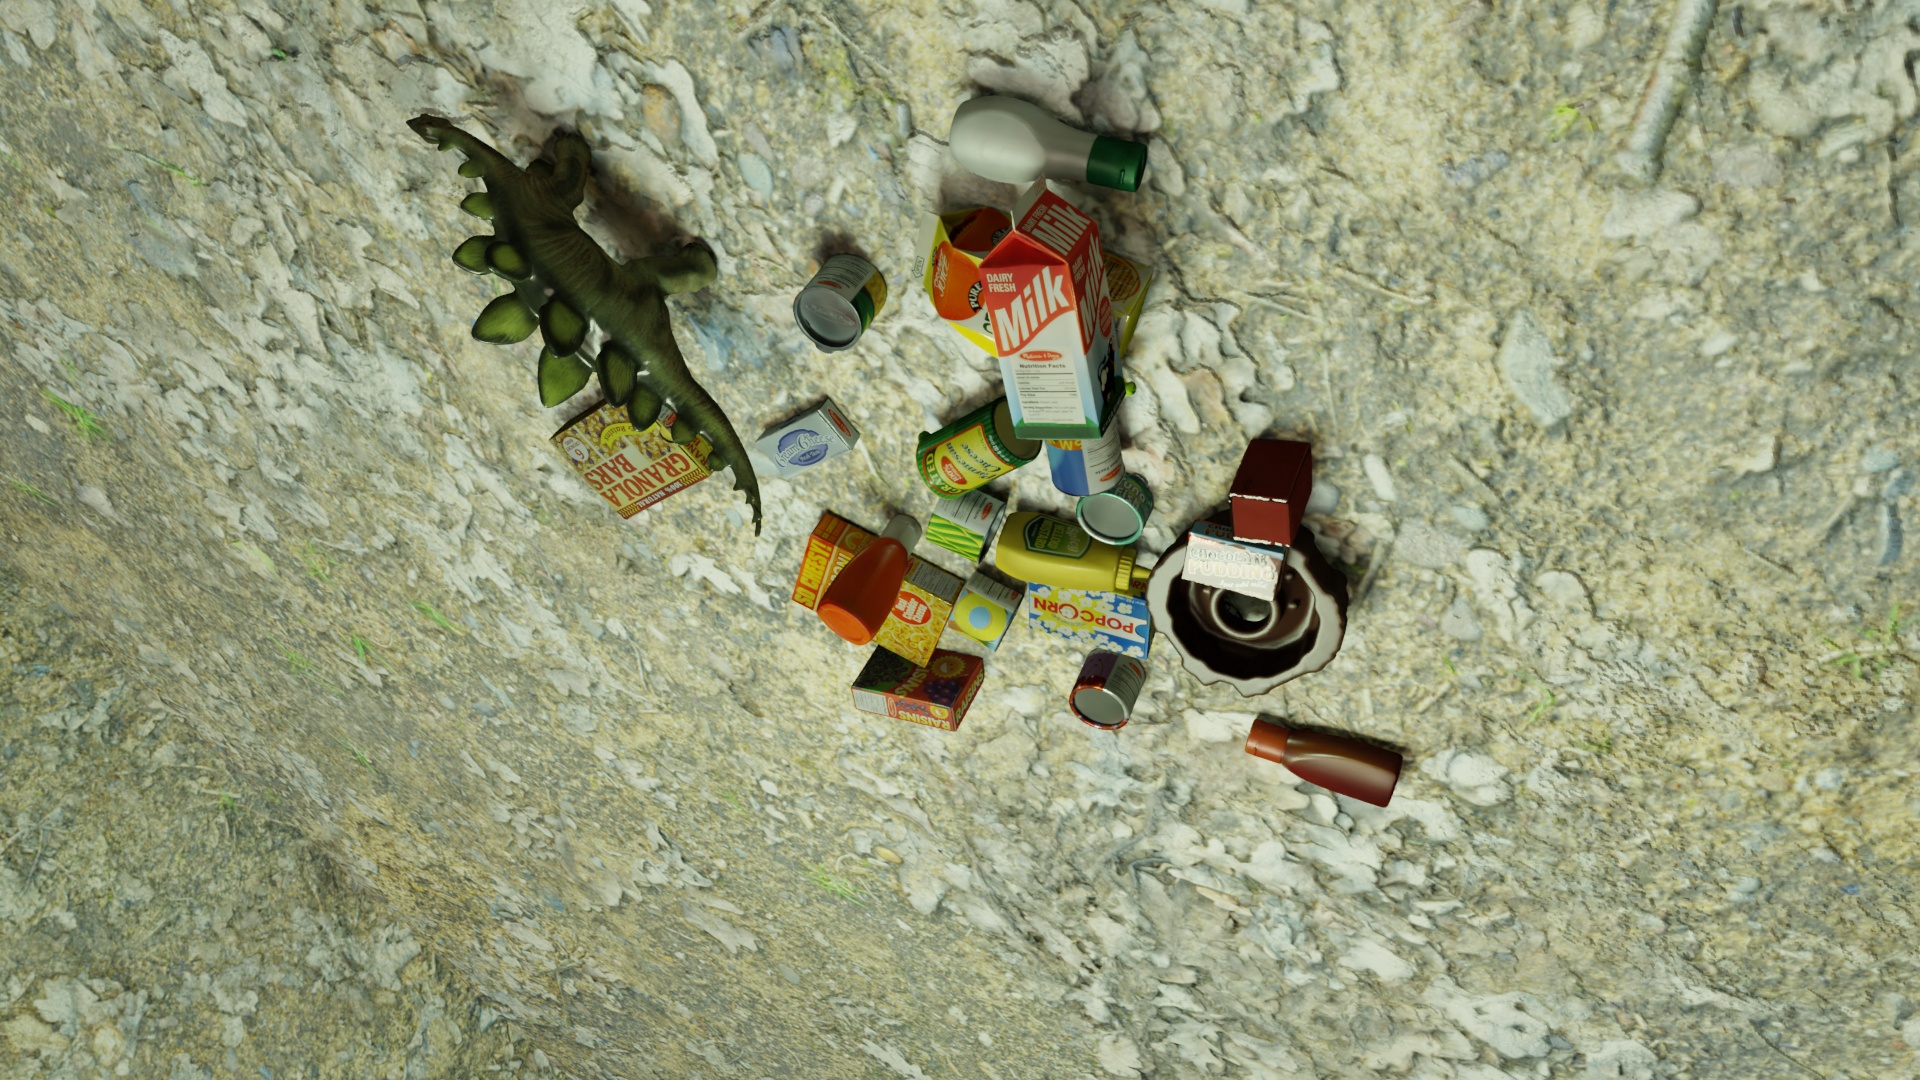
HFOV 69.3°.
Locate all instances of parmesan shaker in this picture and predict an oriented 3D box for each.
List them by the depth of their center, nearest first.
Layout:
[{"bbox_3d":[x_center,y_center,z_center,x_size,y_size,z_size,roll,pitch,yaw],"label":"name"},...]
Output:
[{"bbox_3d":[0.015,-0.087,1.276,0.102,0.072,0.071,-25,115,43],"label":"parmesan shaker"}]

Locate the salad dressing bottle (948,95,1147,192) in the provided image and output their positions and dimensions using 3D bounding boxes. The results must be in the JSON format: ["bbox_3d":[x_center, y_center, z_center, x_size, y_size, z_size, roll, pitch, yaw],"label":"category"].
[{"bbox_3d":[0.067,-0.298,1.059,0.148,0.044,0.064,17,135,13],"label":"salad dressing bottle"}]

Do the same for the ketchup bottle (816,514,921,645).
[{"bbox_3d":[-0.084,0.034,1.387,0.064,0.149,0.043,39,138,-9],"label":"ketchup bottle"}]

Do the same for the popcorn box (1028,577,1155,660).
[{"bbox_3d":[0.131,0.063,1.377,0.127,0.038,0.084,15,135,18],"label":"popcorn box"}]

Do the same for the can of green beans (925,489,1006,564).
[{"bbox_3d":[0.005,-0.018,1.348,0.058,0.071,0.070,24,138,8],"label":"can of green beans"}]

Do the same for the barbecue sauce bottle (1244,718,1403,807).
[{"bbox_3d":[0.362,0.219,1.394,0.148,0.044,0.064,17,136,16],"label":"barbecue sauce bottle"}]

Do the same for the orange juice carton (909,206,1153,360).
[{"bbox_3d":[0.051,-0.208,1.131,0.193,0.073,0.071,22,137,9],"label":"orange juice carton"}]

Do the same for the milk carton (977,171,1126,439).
[{"bbox_3d":[0.068,-0.174,1.047,0.073,0.073,0.189,3,127,25],"label":"milk carton"}]

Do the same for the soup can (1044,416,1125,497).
[{"bbox_3d":[0.105,-0.092,1.222,0.071,0.072,0.083,6,132,25],"label":"soup can"}]

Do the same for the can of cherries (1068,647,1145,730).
[{"bbox_3d":[0.150,0.155,1.440,0.071,0.059,0.071,15,136,16],"label":"can of cherries"}]

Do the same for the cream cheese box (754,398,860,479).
[{"bbox_3d":[-0.154,-0.100,1.390,0.103,0.024,0.053,-20,118,41],"label":"cream cheese box"}]

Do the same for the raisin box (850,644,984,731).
[{"bbox_3d":[-0.046,0.158,1.534,0.123,0.086,0.039,10,130,21],"label":"raisin box"}]

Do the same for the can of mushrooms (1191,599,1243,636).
[{"bbox_3d":[0.236,0.085,1.342,0.071,0.034,0.070,16,137,16],"label":"can of mushrooms"}]

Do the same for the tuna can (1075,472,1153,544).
[{"bbox_3d":[0.143,-0.031,1.282,0.071,0.033,0.070,16,137,16],"label":"tuna can"}]

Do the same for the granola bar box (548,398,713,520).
[{"bbox_3d":[-0.350,-0.098,1.493,0.165,0.039,0.124,-21,118,42],"label":"granola bar box"}]

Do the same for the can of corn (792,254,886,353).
[{"bbox_3d":[-0.106,-0.209,1.231,0.071,0.058,0.070,16,136,16],"label":"can of corn"}]

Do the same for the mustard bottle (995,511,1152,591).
[{"bbox_3d":[0.116,0.016,1.325,0.160,0.066,0.048,12,141,11],"label":"mustard bottle"}]

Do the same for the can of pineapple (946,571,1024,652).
[{"bbox_3d":[0.025,0.074,1.426,0.058,0.071,0.070,27,138,5],"label":"can of pineapple"}]

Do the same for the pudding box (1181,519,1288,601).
[{"bbox_3d":[0.236,0.016,1.194,0.084,0.030,0.049,15,119,16],"label":"pudding box"}]

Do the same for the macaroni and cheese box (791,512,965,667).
[{"bbox_3d":[-0.091,0.054,1.493,0.166,0.040,0.123,27,139,3],"label":"macaroni and cheese box"}]
